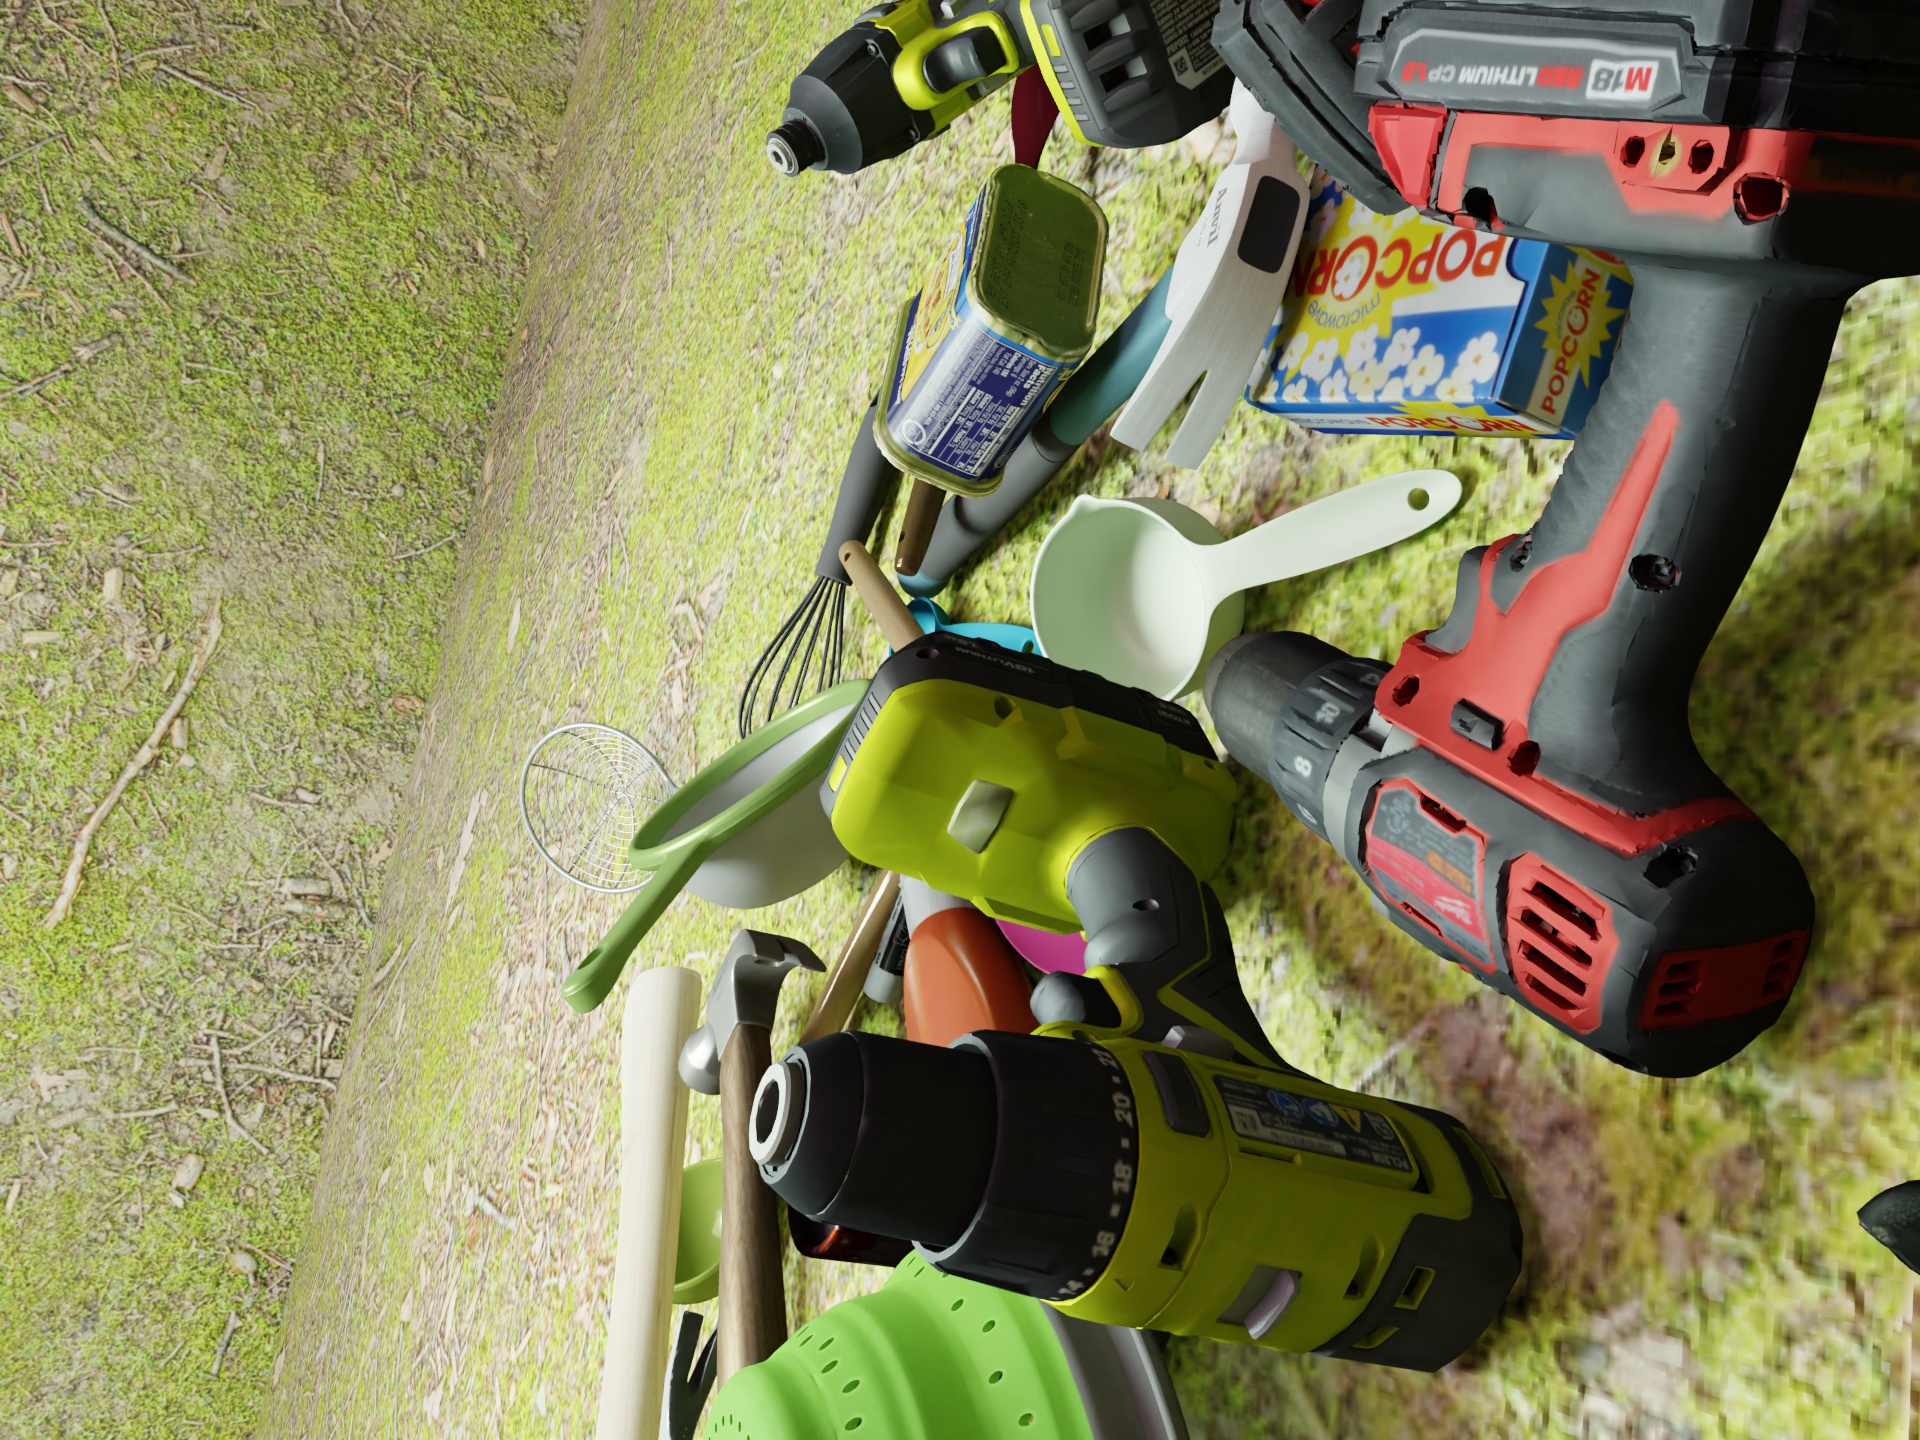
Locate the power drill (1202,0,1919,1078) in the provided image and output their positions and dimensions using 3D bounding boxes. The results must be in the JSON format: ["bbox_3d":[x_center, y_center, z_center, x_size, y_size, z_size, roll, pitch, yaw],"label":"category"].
[{"bbox_3d":[0.128,-0.054,0.376,0.188,0.080,0.226,-138,47,-57],"label":"power drill"}]

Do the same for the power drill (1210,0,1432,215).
[{"bbox_3d":[0.173,-0.229,0.392,0.219,0.078,0.143,-23,43,46],"label":"power drill"}]

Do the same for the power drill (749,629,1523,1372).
[{"bbox_3d":[0.028,0.068,0.445,0.080,0.190,0.229,-62,24,25],"label":"power drill"}]

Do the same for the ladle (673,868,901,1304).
[{"bbox_3d":[-0.081,0.153,0.772,0.320,0.062,0.078,-64,27,17],"label":"ladle"}]

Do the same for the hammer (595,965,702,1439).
[{"bbox_3d":[-0.143,0.307,0.708,0.146,0.038,0.411,-34,47,47],"label":"hammer"}]

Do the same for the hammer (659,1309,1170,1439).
[{"bbox_3d":[-0.045,0.276,0.643,0.409,0.036,0.149,-44,30,44],"label":"hammer"}]

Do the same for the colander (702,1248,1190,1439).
[{"bbox_3d":[-0.015,0.316,0.430,0.204,0.094,0.397,154,116,-64],"label":"colander"}]

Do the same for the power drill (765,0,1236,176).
[{"bbox_3d":[0.029,-0.279,0.648,0.171,0.080,0.223,-42,31,-21],"label":"power drill"}]

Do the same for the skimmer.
[{"bbox_3d":[-0.191,0.064,1.007,0.363,0.090,0.127,2,111,62],"label":"skimmer"}]

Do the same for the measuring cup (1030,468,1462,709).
[{"bbox_3d":[0.098,-0.053,0.541,0.167,0.038,0.083,-18,89,40],"label":"measuring cup"}]

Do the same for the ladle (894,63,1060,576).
[{"bbox_3d":[0.017,-0.211,0.749,0.069,0.031,0.315,-13,58,59],"label":"ladle"}]

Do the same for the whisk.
[{"bbox_3d":[-0.072,-0.081,0.899,0.055,0.055,0.239,16,87,65],"label":"whisk"}]

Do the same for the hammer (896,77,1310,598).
[{"bbox_3d":[0.041,-0.121,0.652,0.331,0.033,0.128,145,141,-64],"label":"hammer"}]

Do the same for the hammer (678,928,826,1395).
[{"bbox_3d":[-0.080,0.215,0.617,0.332,0.031,0.130,-101,30,-50],"label":"hammer"}]

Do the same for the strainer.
[{"bbox_3d":[-0.103,0.072,0.754,0.151,0.069,0.256,-27,16,30],"label":"strainer"}]

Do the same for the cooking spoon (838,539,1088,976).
[{"bbox_3d":[-0.001,-0.002,0.705,0.068,0.017,0.319,-58,36,20],"label":"cooking spoon"}]

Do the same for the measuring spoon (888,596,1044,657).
[{"bbox_3d":[0.008,-0.034,0.744,0.129,0.021,0.042,9,85,56],"label":"measuring spoon"}]
